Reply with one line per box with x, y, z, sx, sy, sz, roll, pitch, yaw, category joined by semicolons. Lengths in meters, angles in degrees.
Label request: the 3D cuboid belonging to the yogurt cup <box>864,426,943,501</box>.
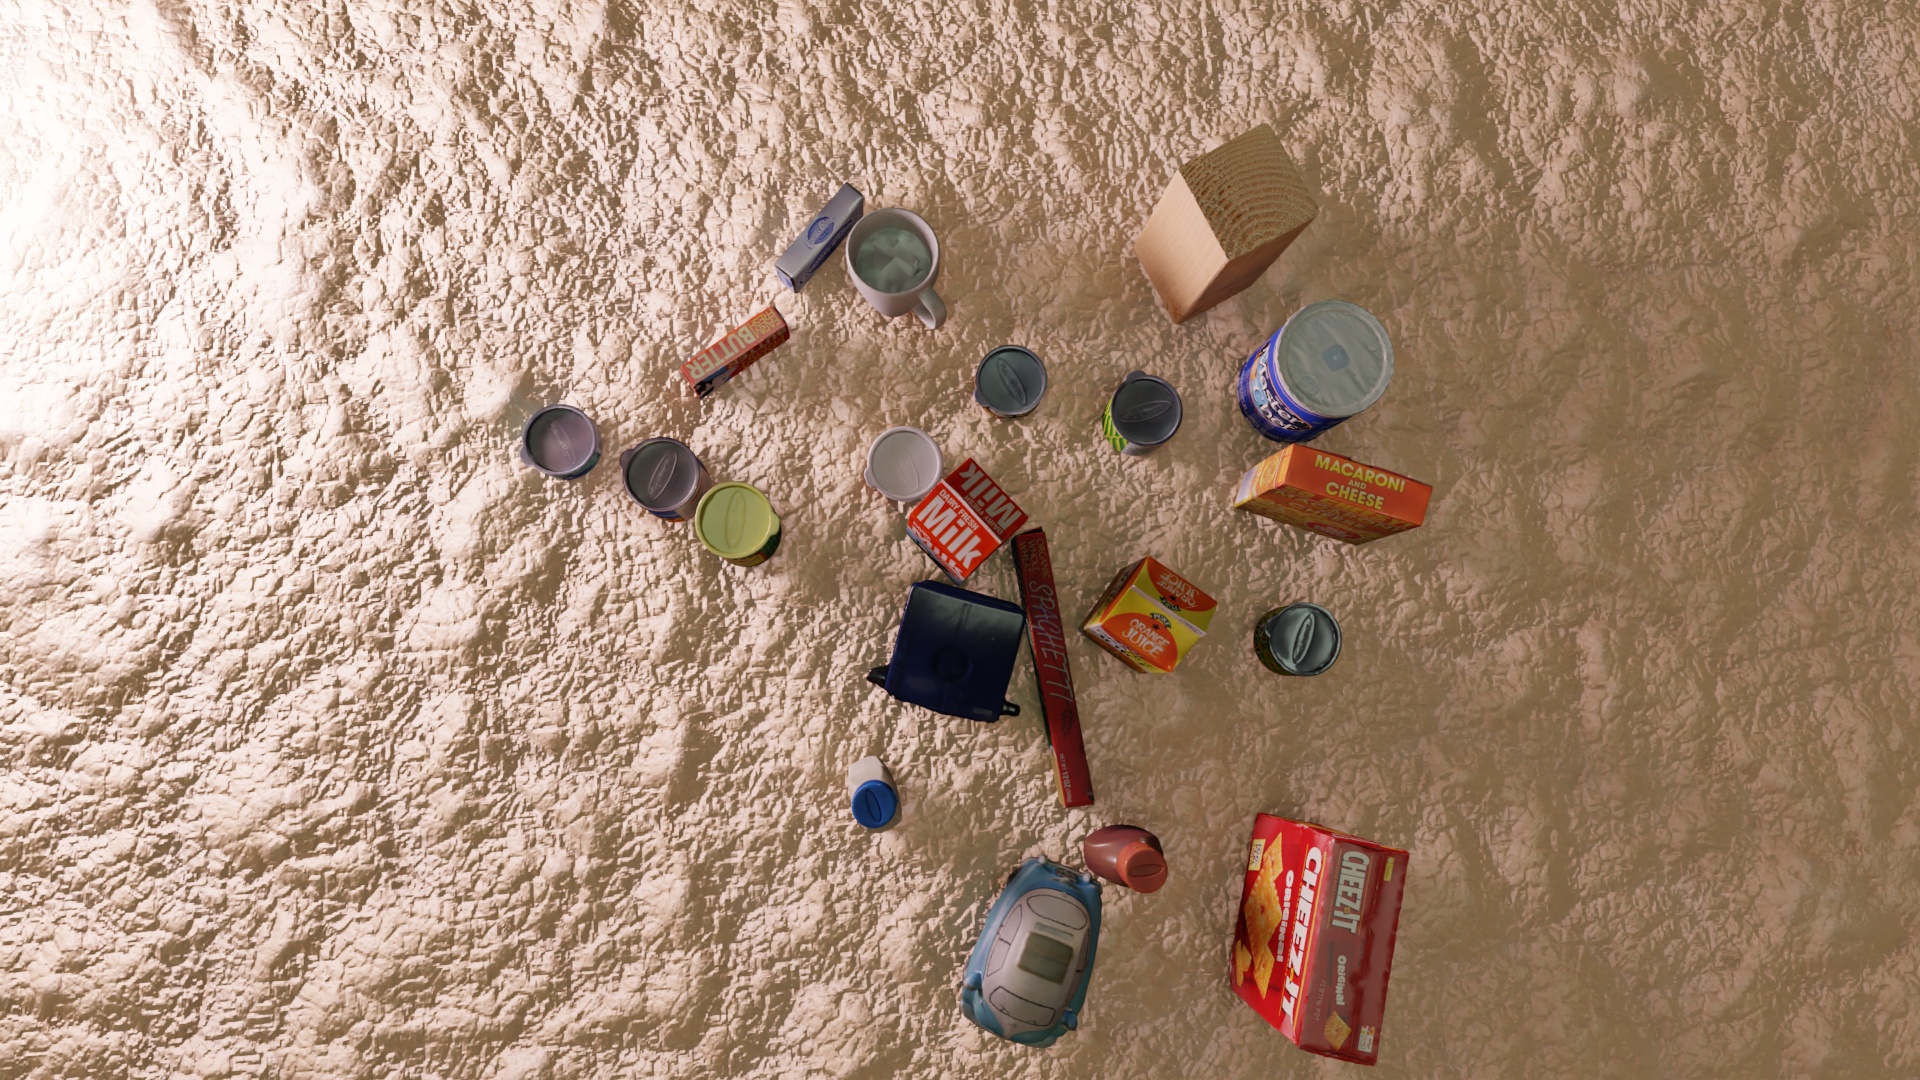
-0.050;-0.066;1.262;0.072;0.054;0.072;0;84;-3;yogurt cup

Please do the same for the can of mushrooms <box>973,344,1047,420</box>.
0.044;-0.145;1.287;0.071;0.033;0.071;0;83;-3;can of mushrooms

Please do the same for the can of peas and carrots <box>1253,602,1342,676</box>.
0.302;0.090;1.260;0.071;0.058;0.071;0;84;-3;can of peas and carrots

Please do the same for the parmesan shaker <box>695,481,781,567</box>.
-0.191;-0.012;1.224;0.071;0.103;0.071;0;84;-3;parmesan shaker

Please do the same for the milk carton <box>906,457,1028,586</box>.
0.004;-0.015;1.190;0.073;0.190;0.072;-44;88;-6;milk carton

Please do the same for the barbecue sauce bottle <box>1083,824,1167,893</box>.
0.145;0.272;1.186;0.065;0.148;0.043;-7;84;-4;barbecue sauce bottle

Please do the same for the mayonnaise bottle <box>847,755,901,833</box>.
-0.073;0.219;1.180;0.041;0.148;0.065;-21;85;-5;mayonnaise bottle

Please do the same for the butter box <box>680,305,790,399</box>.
-0.204;-0.172;1.267;0.103;0.053;0.024;-36;87;-6;butter box

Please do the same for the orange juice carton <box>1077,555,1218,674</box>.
0.160;0.065;1.188;0.072;0.192;0.073;35;83;1;orange juice carton

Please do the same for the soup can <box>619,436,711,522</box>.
-0.261;-0.054;1.235;0.071;0.083;0.071;0;84;-3;soup can

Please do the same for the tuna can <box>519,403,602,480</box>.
-0.362;-0.087;1.259;0.071;0.033;0.071;0;83;-3;tuna can

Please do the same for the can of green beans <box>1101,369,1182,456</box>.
0.166;-0.114;1.277;0.071;0.057;0.071;0;84;-3;can of green beans

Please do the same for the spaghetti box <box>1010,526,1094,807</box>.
0.082;0.114;1.250;0.029;0.050;0.250;-10;84;-4;spaghetti box

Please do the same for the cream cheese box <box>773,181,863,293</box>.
-0.129;-0.278;1.283;0.024;0.053;0.104;39;83;2;cream cheese box

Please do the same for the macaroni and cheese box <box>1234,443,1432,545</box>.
0.323;-0.039;1.222;0.124;0.166;0.040;17;83;-1;macaroni and cheese box
